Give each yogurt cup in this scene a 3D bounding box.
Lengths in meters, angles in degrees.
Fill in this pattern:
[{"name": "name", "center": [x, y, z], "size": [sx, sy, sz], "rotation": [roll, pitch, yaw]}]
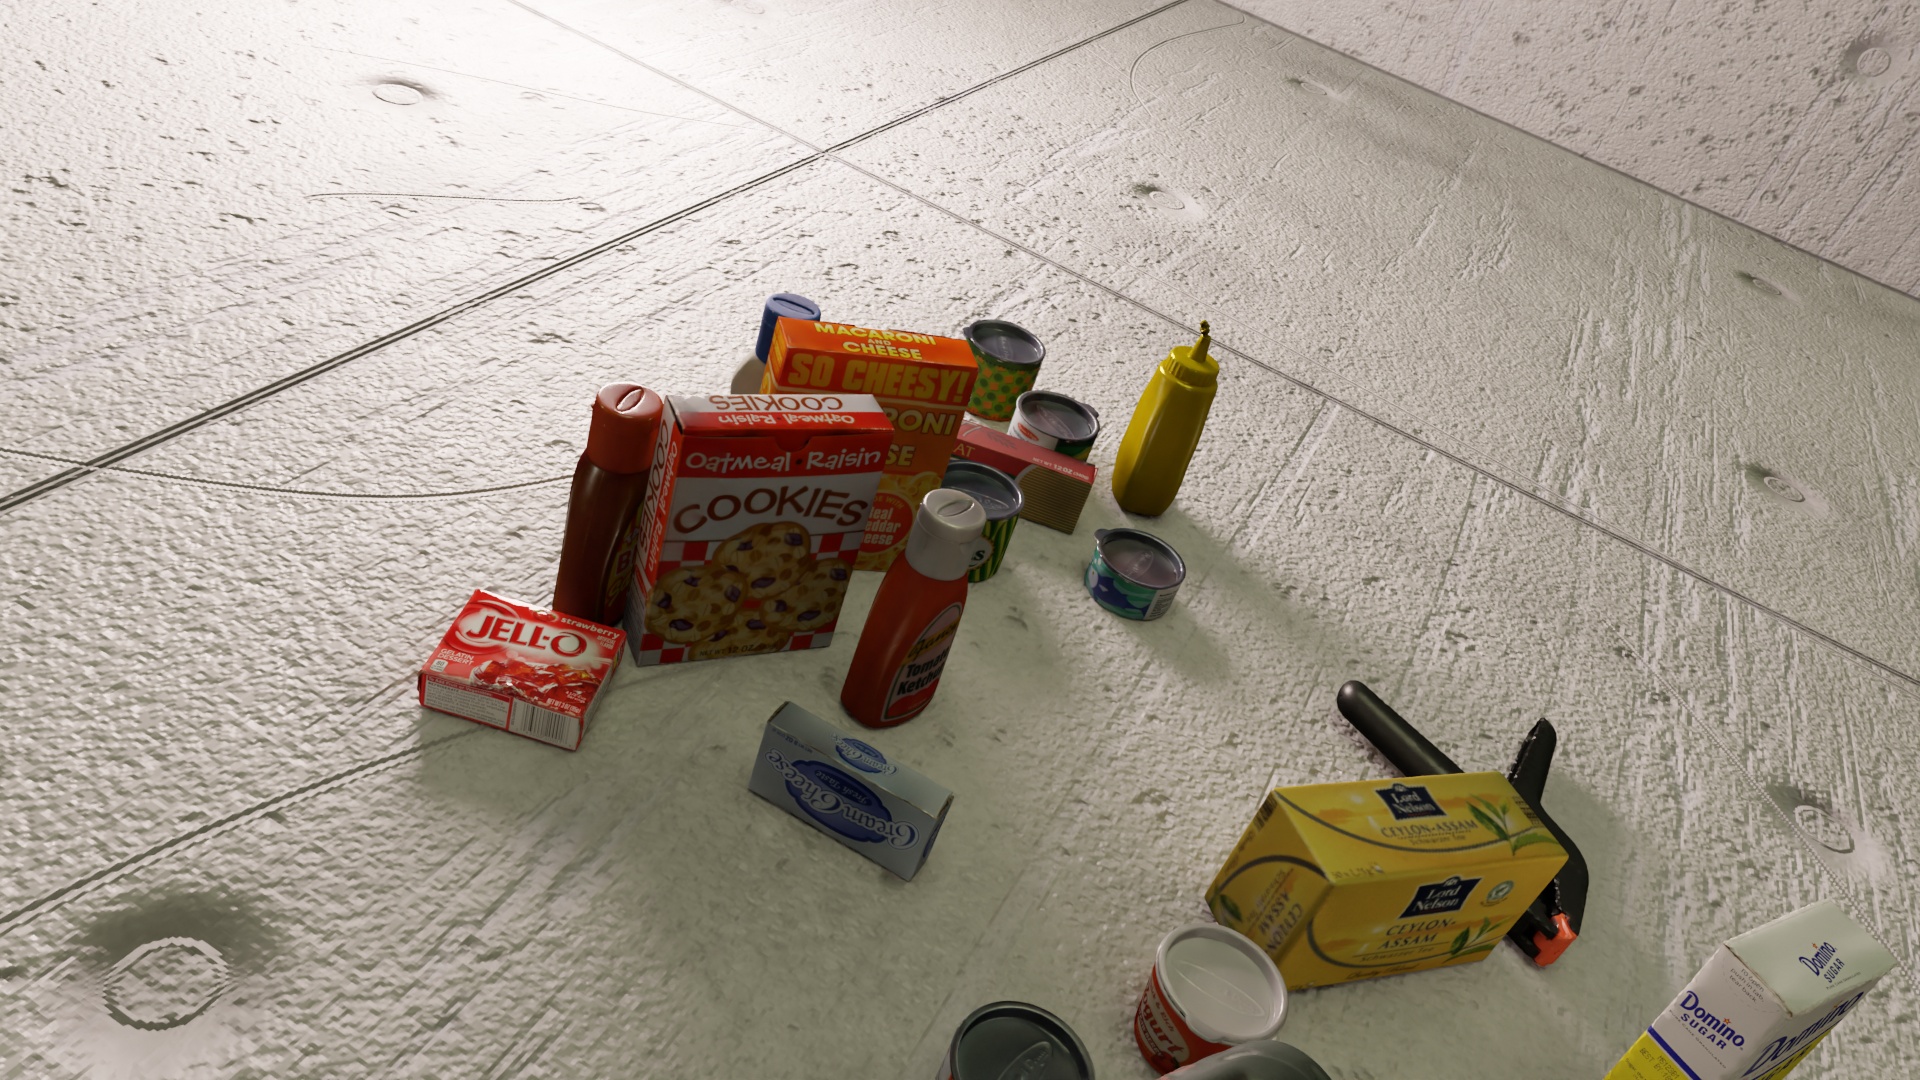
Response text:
[{"name": "yogurt cup", "center": [0.120, 0.232, 0.685], "size": [0.072, 0.053, 0.073], "rotation": [13, 36, -9]}]

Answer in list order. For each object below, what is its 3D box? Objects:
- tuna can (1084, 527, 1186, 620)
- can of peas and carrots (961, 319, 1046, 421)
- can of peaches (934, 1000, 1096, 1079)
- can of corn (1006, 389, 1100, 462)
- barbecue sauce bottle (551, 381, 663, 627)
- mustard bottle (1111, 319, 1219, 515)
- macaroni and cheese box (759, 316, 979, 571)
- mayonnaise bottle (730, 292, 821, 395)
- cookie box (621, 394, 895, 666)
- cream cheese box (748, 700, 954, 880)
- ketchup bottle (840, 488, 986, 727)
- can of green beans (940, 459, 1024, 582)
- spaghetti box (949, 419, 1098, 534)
[{"name": "tuna can", "center": [0.121, 0.023, 0.984], "size": [0.071, 0.032, 0.071], "rotation": [13, 36, -9]}, {"name": "can of peas and carrots", "center": [0.028, -0.139, 1.133], "size": [0.071, 0.058, 0.071], "rotation": [13, 36, -9]}, {"name": "can of peaches", "center": [0.021, 0.249, 0.611], "size": [0.071, 0.057, 0.071], "rotation": [13, 36, -9]}, {"name": "can of corn", "center": [0.068, -0.073, 1.065], "size": [0.071, 0.058, 0.071], "rotation": [13, 36, -9]}, {"name": "barbecue sauce bottle", "center": [-0.198, -0.019, 0.787], "size": [0.044, 0.147, 0.065], "rotation": [21, 35, 1]}, {"name": "mustard bottle", "center": [0.160, -0.095, 1.050], "size": [0.049, 0.159, 0.065], "rotation": [12, 36, -11]}, {"name": "macaroni and cheese box", "center": [-0.072, -0.057, 0.883], "size": [0.124, 0.165, 0.040], "rotation": [4, 38, -21]}, {"name": "mayonnaise bottle", "center": [-0.125, -0.091, 0.919], "size": [0.065, 0.147, 0.041], "rotation": [21, 35, 2]}, {"name": "cookie box", "center": [-0.117, -0.005, 0.791], "size": [0.123, 0.166, 0.040], "rotation": [-4, 41, -30]}, {"name": "cream cheese box", "center": [-0.059, 0.132, 0.733], "size": [0.104, 0.053, 0.024], "rotation": [27, 36, 11]}, {"name": "ketchup bottle", "center": [-0.024, 0.039, 0.793], "size": [0.043, 0.148, 0.065], "rotation": [39, 39, 25]}, {"name": "can of green beans", "center": [0.004, -0.013, 0.954], "size": [0.071, 0.057, 0.071], "rotation": [13, 36, -9]}, {"name": "spaghetti box", "center": [-0.025, -0.070, 1.023], "size": [0.250, 0.050, 0.029], "rotation": [19, 35, -1]}]
